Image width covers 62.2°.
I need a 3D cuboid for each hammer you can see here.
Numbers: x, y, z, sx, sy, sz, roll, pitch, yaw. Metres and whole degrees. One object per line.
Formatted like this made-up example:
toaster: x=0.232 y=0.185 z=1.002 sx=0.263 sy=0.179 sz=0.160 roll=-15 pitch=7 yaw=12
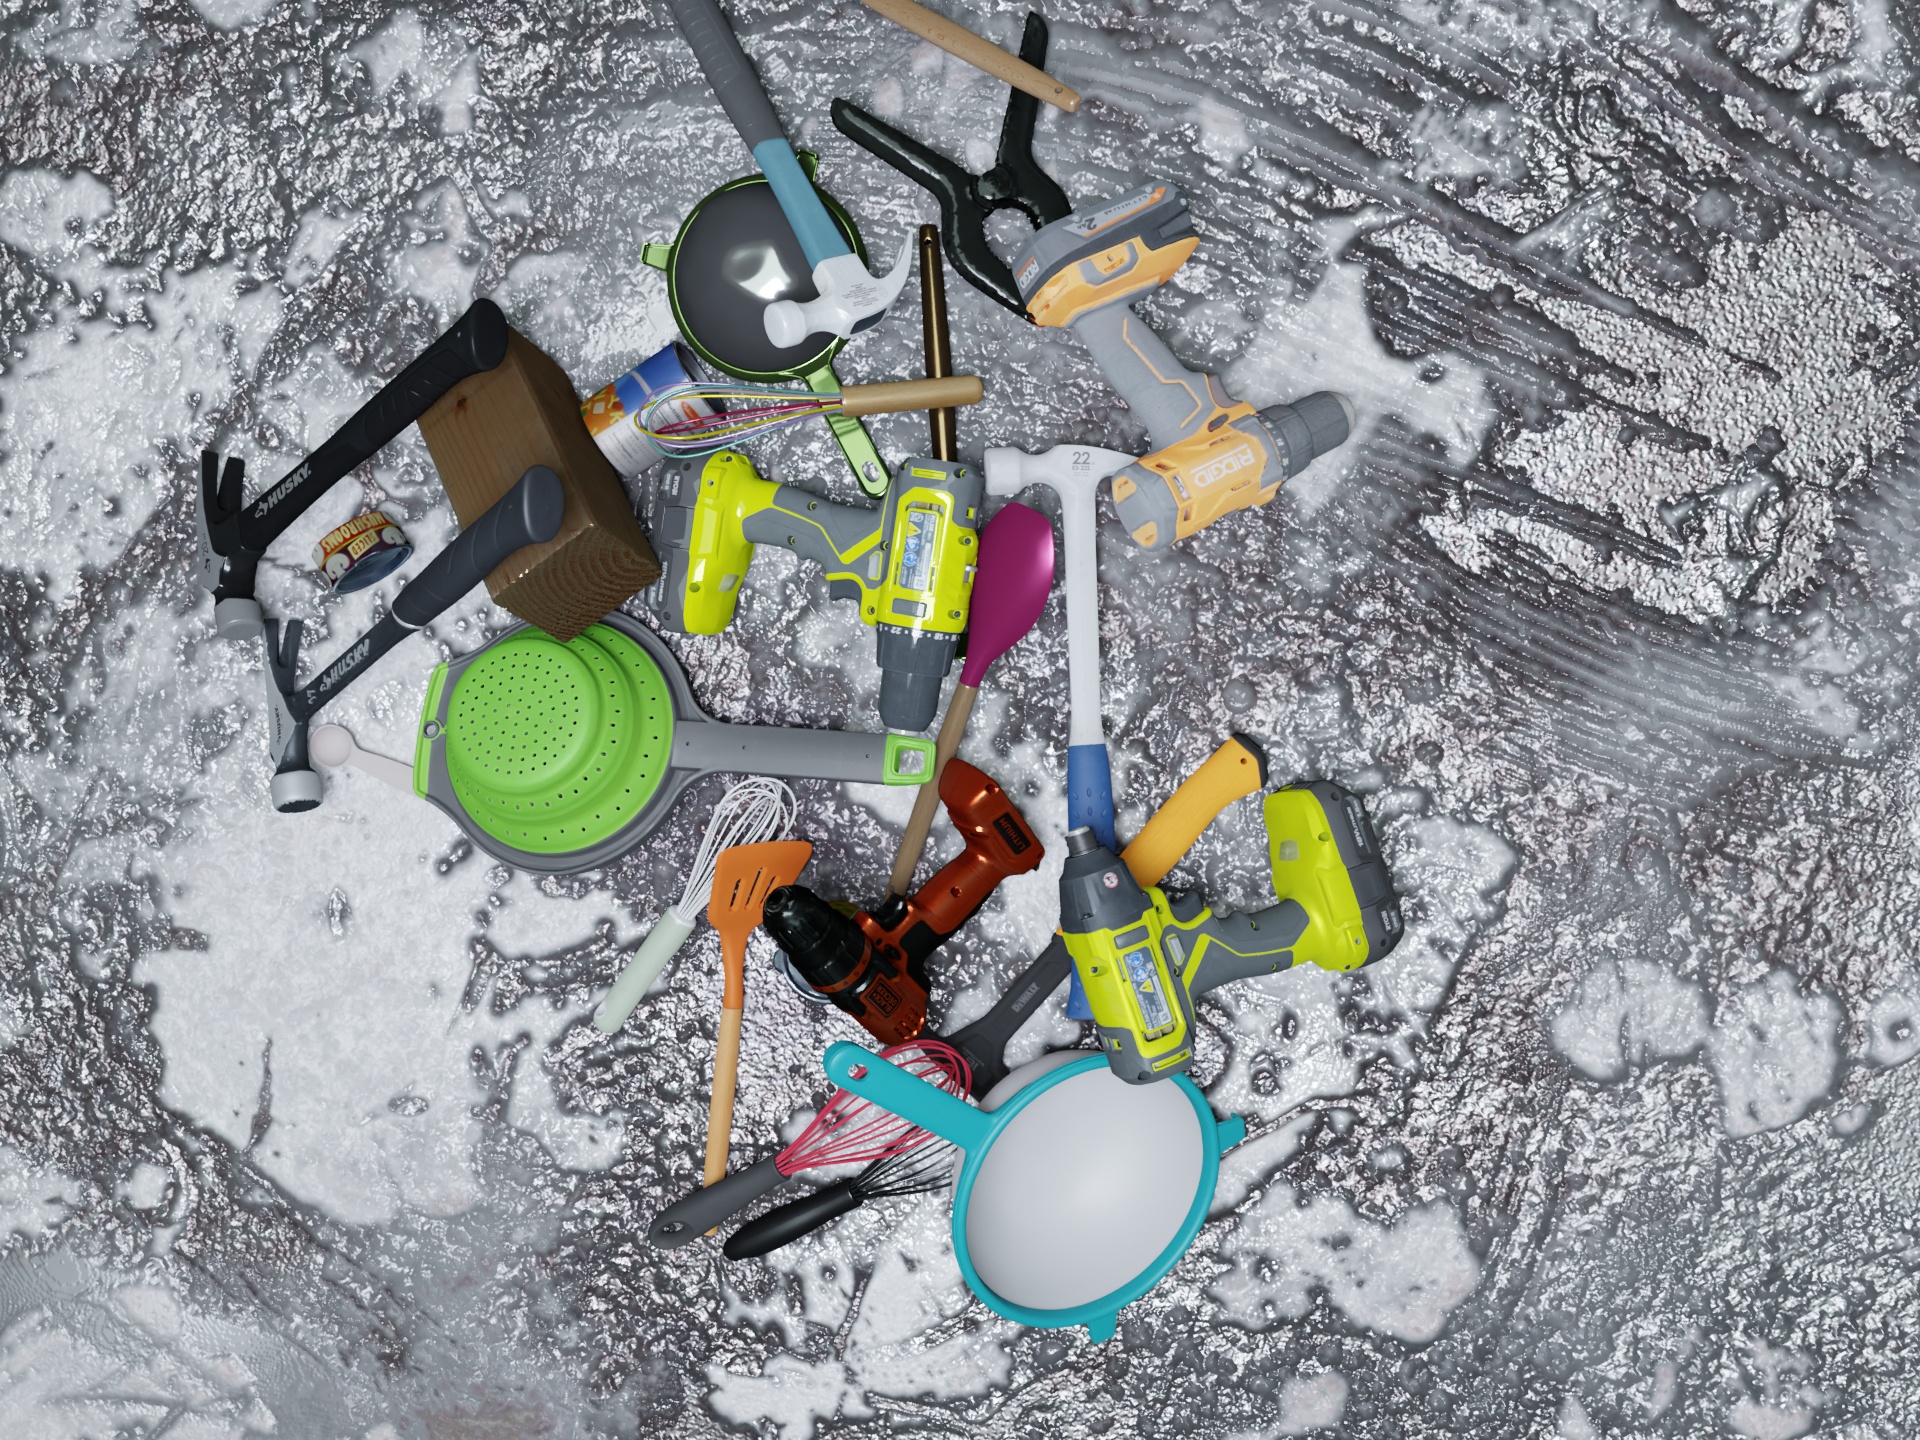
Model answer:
hammer: x=0.096 y=0.136 z=1.170 sx=0.127 sy=0.034 sz=0.337 roll=42 pitch=98 yaw=0
hammer: x=-0.139 y=-0.408 z=1.103 sx=0.128 sy=0.033 sz=0.331 roll=-21 pitch=76 yaw=-29
hammer: x=0.096 y=0.006 z=1.129 sx=0.144 sy=0.035 sz=0.405 roll=-2 pitch=89 yaw=-1
hammer: x=-0.436 y=-0.195 z=1.125 sx=0.335 sy=0.035 sz=0.146 roll=-29 pitch=68 yaw=28
hammer: x=-0.387 y=-0.070 z=1.092 sx=0.409 sy=0.036 sz=0.149 roll=-28 pitch=70 yaw=40

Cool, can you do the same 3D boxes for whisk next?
whisk: x=-0.117 y=0.322 z=1.180 sx=0.296 sy=0.073 sz=0.073 roll=-32 pitch=91 yaw=15
whisk: x=-0.204 y=0.142 z=1.199 sx=0.059 sy=0.058 sz=0.246 roll=30 pitch=104 yaw=-29
whisk: x=-0.080 y=0.357 z=1.207 sx=0.239 sy=0.055 sz=0.055 roll=-29 pitch=92 yaw=13
whisk: x=-0.104 y=-0.217 z=1.109 sx=0.245 sy=0.047 sz=0.051 roll=-8 pitch=105 yaw=-11

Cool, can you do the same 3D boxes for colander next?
colander: x=-0.218 y=0.010 z=1.129 sx=0.397 sy=0.094 sz=0.204 roll=4 pitch=78 yaw=9

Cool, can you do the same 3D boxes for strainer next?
strainer: x=0.028 y=0.287 z=1.116 sx=0.340 sy=0.095 sz=0.211 roll=34 pitch=89 yaw=-28
strainer: x=-0.119 y=-0.274 z=1.137 sx=0.151 sy=0.069 sz=0.256 roll=-28 pitch=90 yaw=8

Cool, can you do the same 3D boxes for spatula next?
spatula: x=-0.049 y=-0.499 z=1.101 sx=0.318 sy=0.044 sz=0.082 roll=34 pitch=87 yaw=17
spatula: x=-0.171 y=0.242 z=1.203 sx=0.081 sy=0.041 sz=0.322 roll=-1 pitch=102 yaw=-39

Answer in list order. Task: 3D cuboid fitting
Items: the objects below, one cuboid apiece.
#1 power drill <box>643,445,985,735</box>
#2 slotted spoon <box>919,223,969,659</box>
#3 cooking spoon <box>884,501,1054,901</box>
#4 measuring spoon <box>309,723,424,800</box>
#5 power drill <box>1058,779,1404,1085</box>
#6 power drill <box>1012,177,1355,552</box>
power drill: x=-0.102 y=-0.099 z=1.127 sx=0.228 sy=0.080 sz=0.190 roll=11 pitch=97 yaw=15
slotted spoon: x=-0.010 y=-0.201 z=1.155 sx=0.070 sy=0.031 sz=0.314 roll=-4 pitch=93 yaw=6
cooking spoon: x=-0.002 y=-0.004 z=1.141 sx=0.069 sy=0.017 sz=0.318 roll=31 pitch=114 yaw=29
measuring spoon: x=-0.443 y=0.037 z=1.232 sx=0.124 sy=0.018 sz=0.034 roll=24 pitch=98 yaw=-3
power drill: x=0.179 y=0.128 z=1.089 sx=0.223 sy=0.080 sz=0.171 roll=-19 pitch=91 yaw=-21
power drill: x=0.158 y=-0.250 z=1.093 sx=0.185 sy=0.084 sz=0.226 roll=-27 pitch=90 yaw=-17
